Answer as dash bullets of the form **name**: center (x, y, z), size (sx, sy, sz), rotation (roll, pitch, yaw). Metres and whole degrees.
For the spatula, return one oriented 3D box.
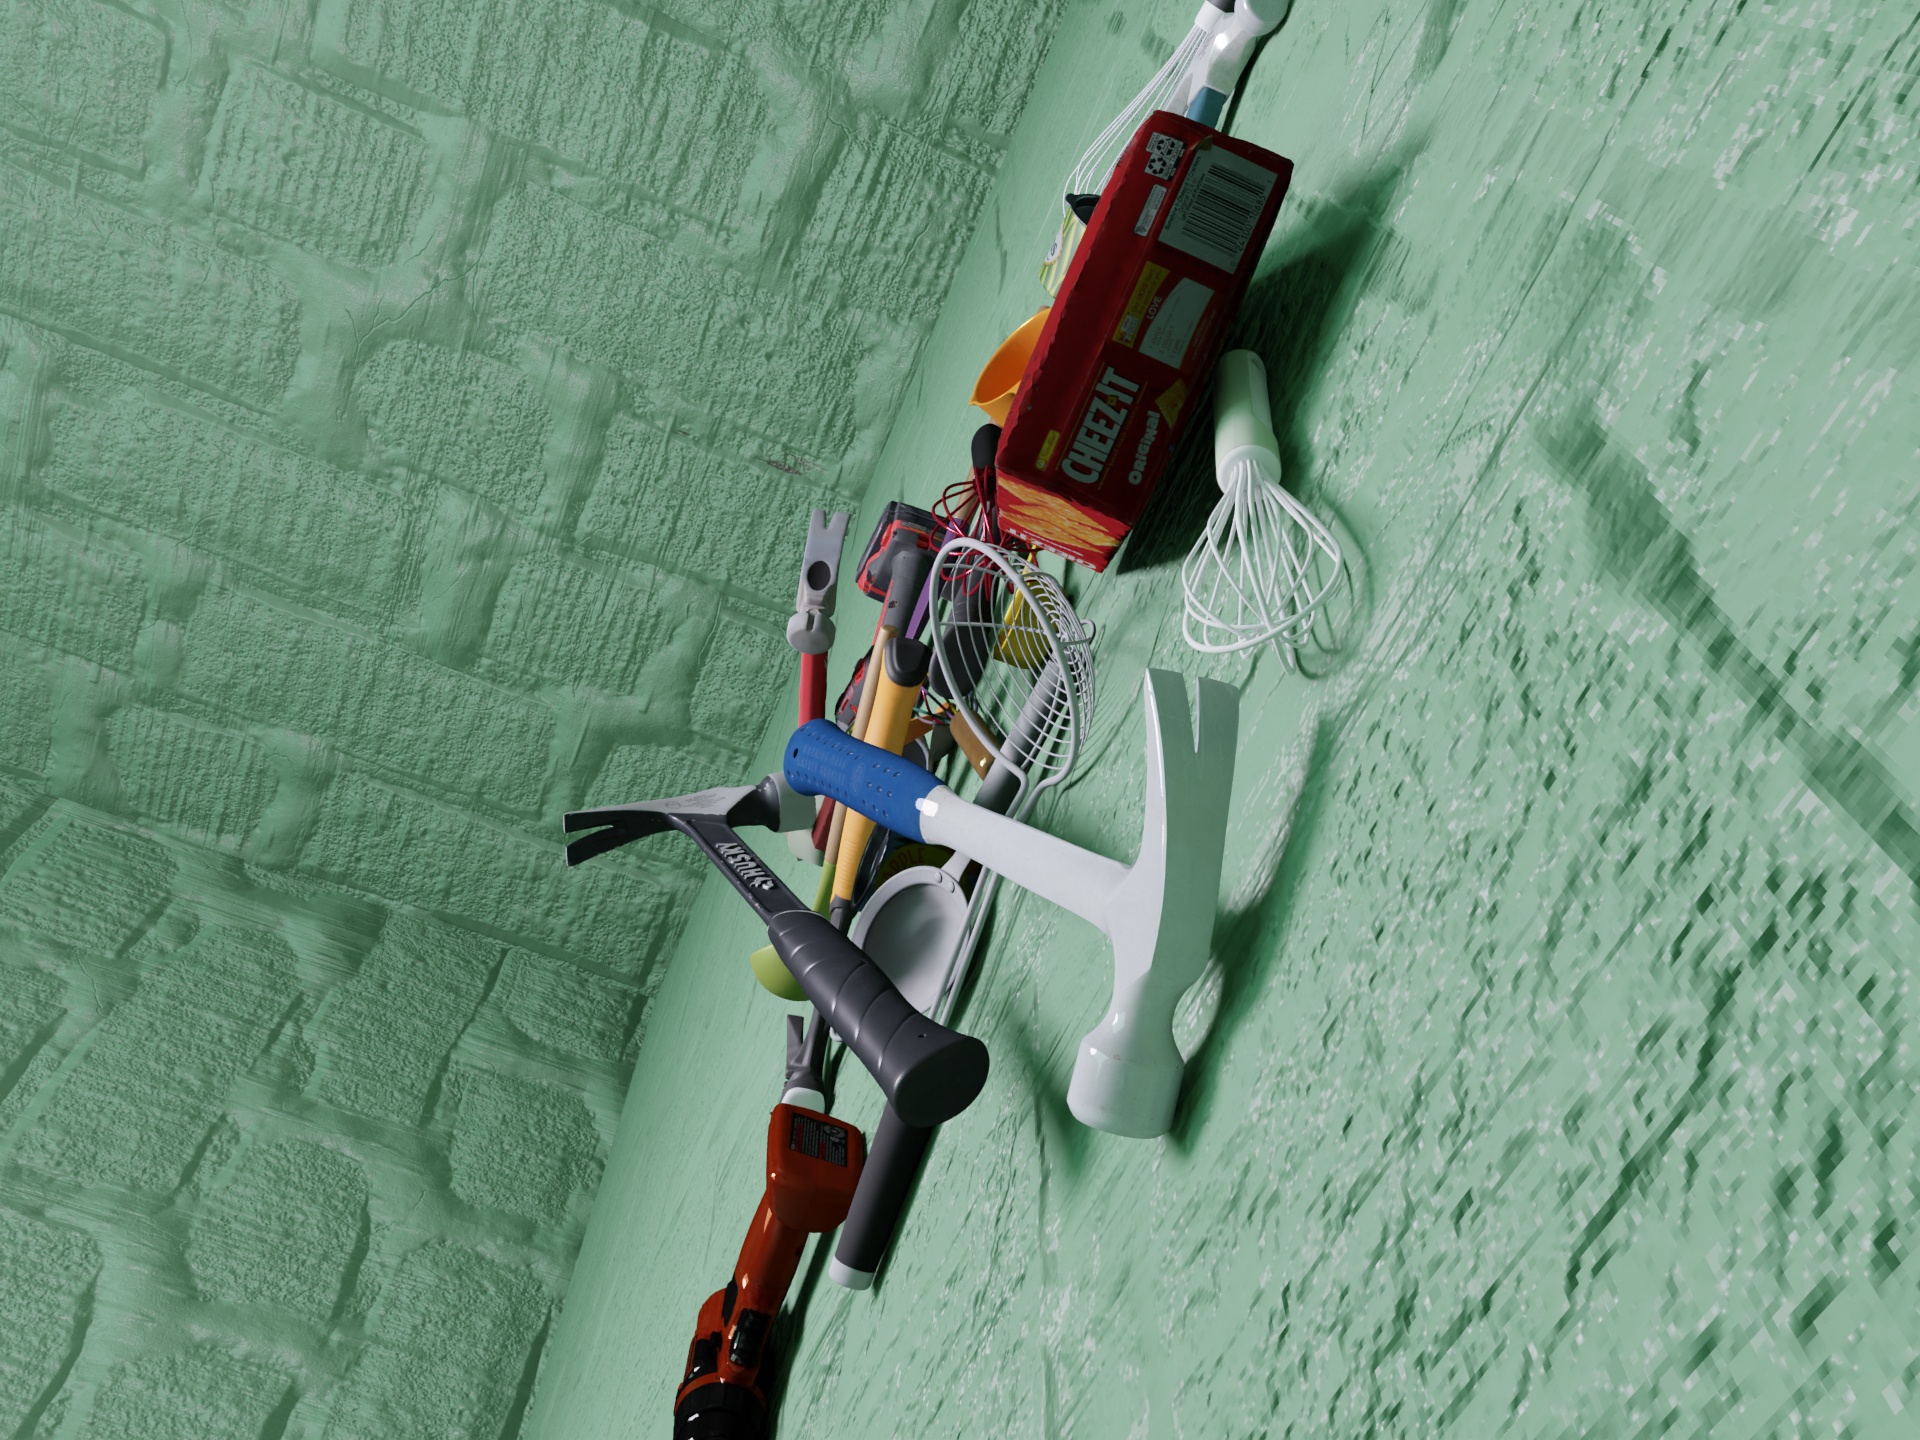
- **spatula**: center (0.009, -0.168, 1.162), size (0.059, 0.018, 0.316), rotation (126, 166, -76)

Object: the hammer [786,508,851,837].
- **hammer**: center (-0.132, -0.015, 1.439), size (0.386, 0.038, 0.143), rotation (100, 176, -53)

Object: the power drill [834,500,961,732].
- **power drill**: center (-0.064, -0.078, 1.447), size (0.143, 0.078, 0.220), rotation (123, 162, -53)

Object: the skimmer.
- **skimmer**: center (-0.020, 0.096, 0.774), size (0.127, 0.090, 0.363), rotation (16, 86, 60)

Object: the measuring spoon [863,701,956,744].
- **measuring spoon**: center (-0.039, 0.006, 1.121), size (0.117, 0.011, 0.021), rotation (-23, -45, -53)

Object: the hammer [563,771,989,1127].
- **hammer**: center (-0.088, 0.094, 0.761), size (0.409, 0.149, 0.036), rotation (-152, 57, -64)

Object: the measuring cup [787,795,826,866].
- **measuring cup**: center (-0.129, 0.084, 1.332), size (0.167, 0.038, 0.083), rotation (19, -86, -65)

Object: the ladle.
- **ladle**: center (-0.090, 0.072, 1.147), size (0.062, 0.078, 0.320), rotation (50, 132, 51)

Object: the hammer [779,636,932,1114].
- **hammer**: center (-0.072, 0.102, 1.077), size (0.127, 0.034, 0.336), rotation (-98, 21, -70)

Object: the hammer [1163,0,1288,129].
- **hammer**: center (0.119, -0.284, 0.985), size (0.128, 0.033, 0.331), rotation (161, 129, -77)

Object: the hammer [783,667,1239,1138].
- **hammer**: center (-0.003, 0.036, 0.670), size (0.406, 0.035, 0.144), rotation (-163, 85, -68)

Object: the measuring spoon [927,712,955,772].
- **measuring spoon**: center (-0.016, 0.048, 1.097), size (0.034, 0.018, 0.124), rotation (98, 178, -53)

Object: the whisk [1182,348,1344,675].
- **whisk**: center (0.111, -0.091, 0.608), size (0.059, 0.057, 0.247), rotation (-26, 26, 22)

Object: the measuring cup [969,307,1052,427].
- **measuring cup**: center (0.060, -0.218, 1.090), size (0.095, 0.052, 0.174), rotation (-42, 28, 20)

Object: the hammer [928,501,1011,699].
- **hammer**: center (0.013, -0.092, 1.066), size (0.335, 0.035, 0.146), rotation (-75, 9, -65)

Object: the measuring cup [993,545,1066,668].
- **measuring cup**: center (0.054, -0.091, 0.969), size (0.062, 0.029, 0.157), rotation (118, 174, -46)

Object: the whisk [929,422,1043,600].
- **whisk**: center (0.019, -0.141, 0.984), size (0.296, 0.073, 0.073), rotation (-86, 19, -67)

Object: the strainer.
- **strainer**: center (0.010, 0.062, 0.841), size (0.087, 0.050, 0.258), rotation (34, 98, 47)

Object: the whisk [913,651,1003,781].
- **whisk**: center (-0.003, -0.004, 1.016), size (0.245, 0.051, 0.047), rotation (-123, 22, -72)

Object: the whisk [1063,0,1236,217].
- **whisk**: center (0.155, -0.444, 1.077), size (0.284, 0.070, 0.070), rotation (-58, 14, 30)
